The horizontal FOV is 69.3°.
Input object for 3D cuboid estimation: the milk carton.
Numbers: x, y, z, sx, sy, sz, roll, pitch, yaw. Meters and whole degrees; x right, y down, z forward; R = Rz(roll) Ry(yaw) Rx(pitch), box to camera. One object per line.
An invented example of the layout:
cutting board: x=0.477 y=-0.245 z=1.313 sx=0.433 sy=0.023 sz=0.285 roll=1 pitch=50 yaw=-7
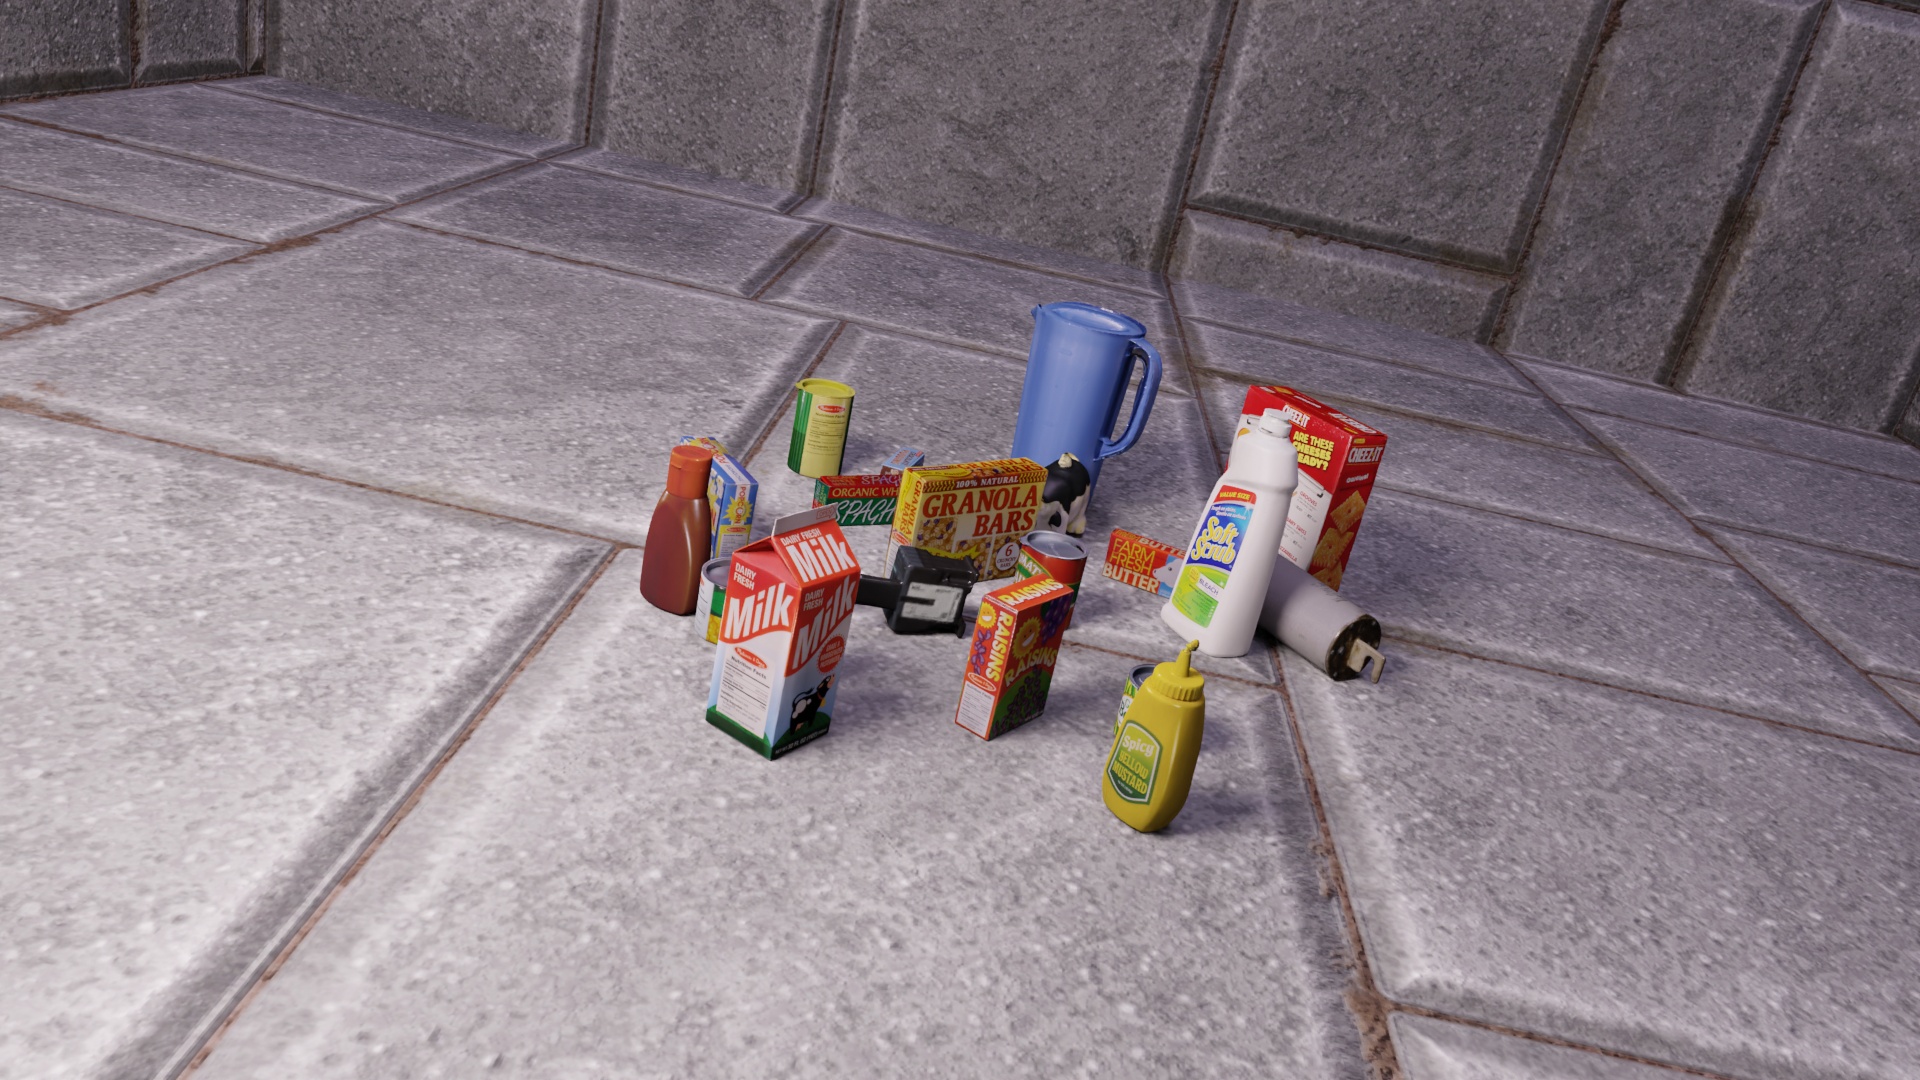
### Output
milk carton: x=-0.134 y=0.063 z=1.071 sx=0.073 sy=0.189 sz=0.072 roll=25 pitch=25 yaw=29

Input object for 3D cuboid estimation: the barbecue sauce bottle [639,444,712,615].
barbecue sauce bottle: x=-0.250 y=-0.011 z=1.241 sx=0.065 sy=0.148 sz=0.044 roll=25 pitch=25 yaw=28

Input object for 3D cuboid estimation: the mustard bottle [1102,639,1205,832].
mustard bottle: x=0.155 y=0.145 z=1.069 sx=0.049 sy=0.159 sz=0.065 roll=-8 pitch=30 yaw=-41

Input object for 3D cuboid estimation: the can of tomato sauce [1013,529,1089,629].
can of tomato sauce: x=0.085 y=0.041 z=1.382 sx=0.071 sy=0.082 sz=0.071 roll=11 pitch=22 yaw=-4

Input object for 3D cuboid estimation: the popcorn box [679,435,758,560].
popcorn box: x=-0.250 y=-0.044 z=1.404 sx=0.038 sy=0.085 sz=0.127 roll=-2 pitch=26 yaw=-32

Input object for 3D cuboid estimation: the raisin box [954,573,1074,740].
raisin box: x=0.046 y=0.097 z=1.174 sx=0.040 sy=0.123 sz=0.086 roll=27 pitch=26 yaw=32

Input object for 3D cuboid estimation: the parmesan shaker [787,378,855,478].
parmesan shaker: x=-0.168 y=-0.132 z=1.634 sx=0.071 sy=0.102 sz=0.071 roll=11 pitch=22 yaw=-4

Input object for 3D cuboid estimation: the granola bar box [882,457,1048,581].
granola bar box: x=0.005 y=-0.018 z=1.426 sx=0.166 sy=0.123 sz=0.039 roll=-7 pitch=29 yaw=-40

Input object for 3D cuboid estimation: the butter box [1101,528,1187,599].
butter box: x=0.209 y=0.028 z=1.518 sx=0.103 sy=0.053 sz=0.024 roll=20 pitch=23 yaw=17

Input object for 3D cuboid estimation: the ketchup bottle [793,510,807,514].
ketchup bottle: x=-0.135 y=0.049 z=1.160 sx=0.065 sy=0.148 sz=0.043 roll=-6 pitch=28 yaw=-39

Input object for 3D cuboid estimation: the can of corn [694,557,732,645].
can of corn: x=-0.197 y=0.055 z=1.231 sx=0.071 sy=0.058 sz=0.071 roll=11 pitch=22 yaw=-4

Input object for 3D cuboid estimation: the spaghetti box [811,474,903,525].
spaghetti box: x=-0.049 y=-0.047 z=1.564 sx=0.251 sy=0.050 sz=0.029 roll=-3 pitch=26 yaw=-33

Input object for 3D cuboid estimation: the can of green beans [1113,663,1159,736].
can of green beans: x=0.171 y=0.148 z=1.204 sx=0.071 sy=0.057 sz=0.071 roll=11 pitch=22 yaw=-4

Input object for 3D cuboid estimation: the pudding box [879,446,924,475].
pudding box: x=-0.070 y=-0.074 z=1.618 sx=0.030 sy=0.049 sz=0.084 roll=17 pitch=22 yaw=10
